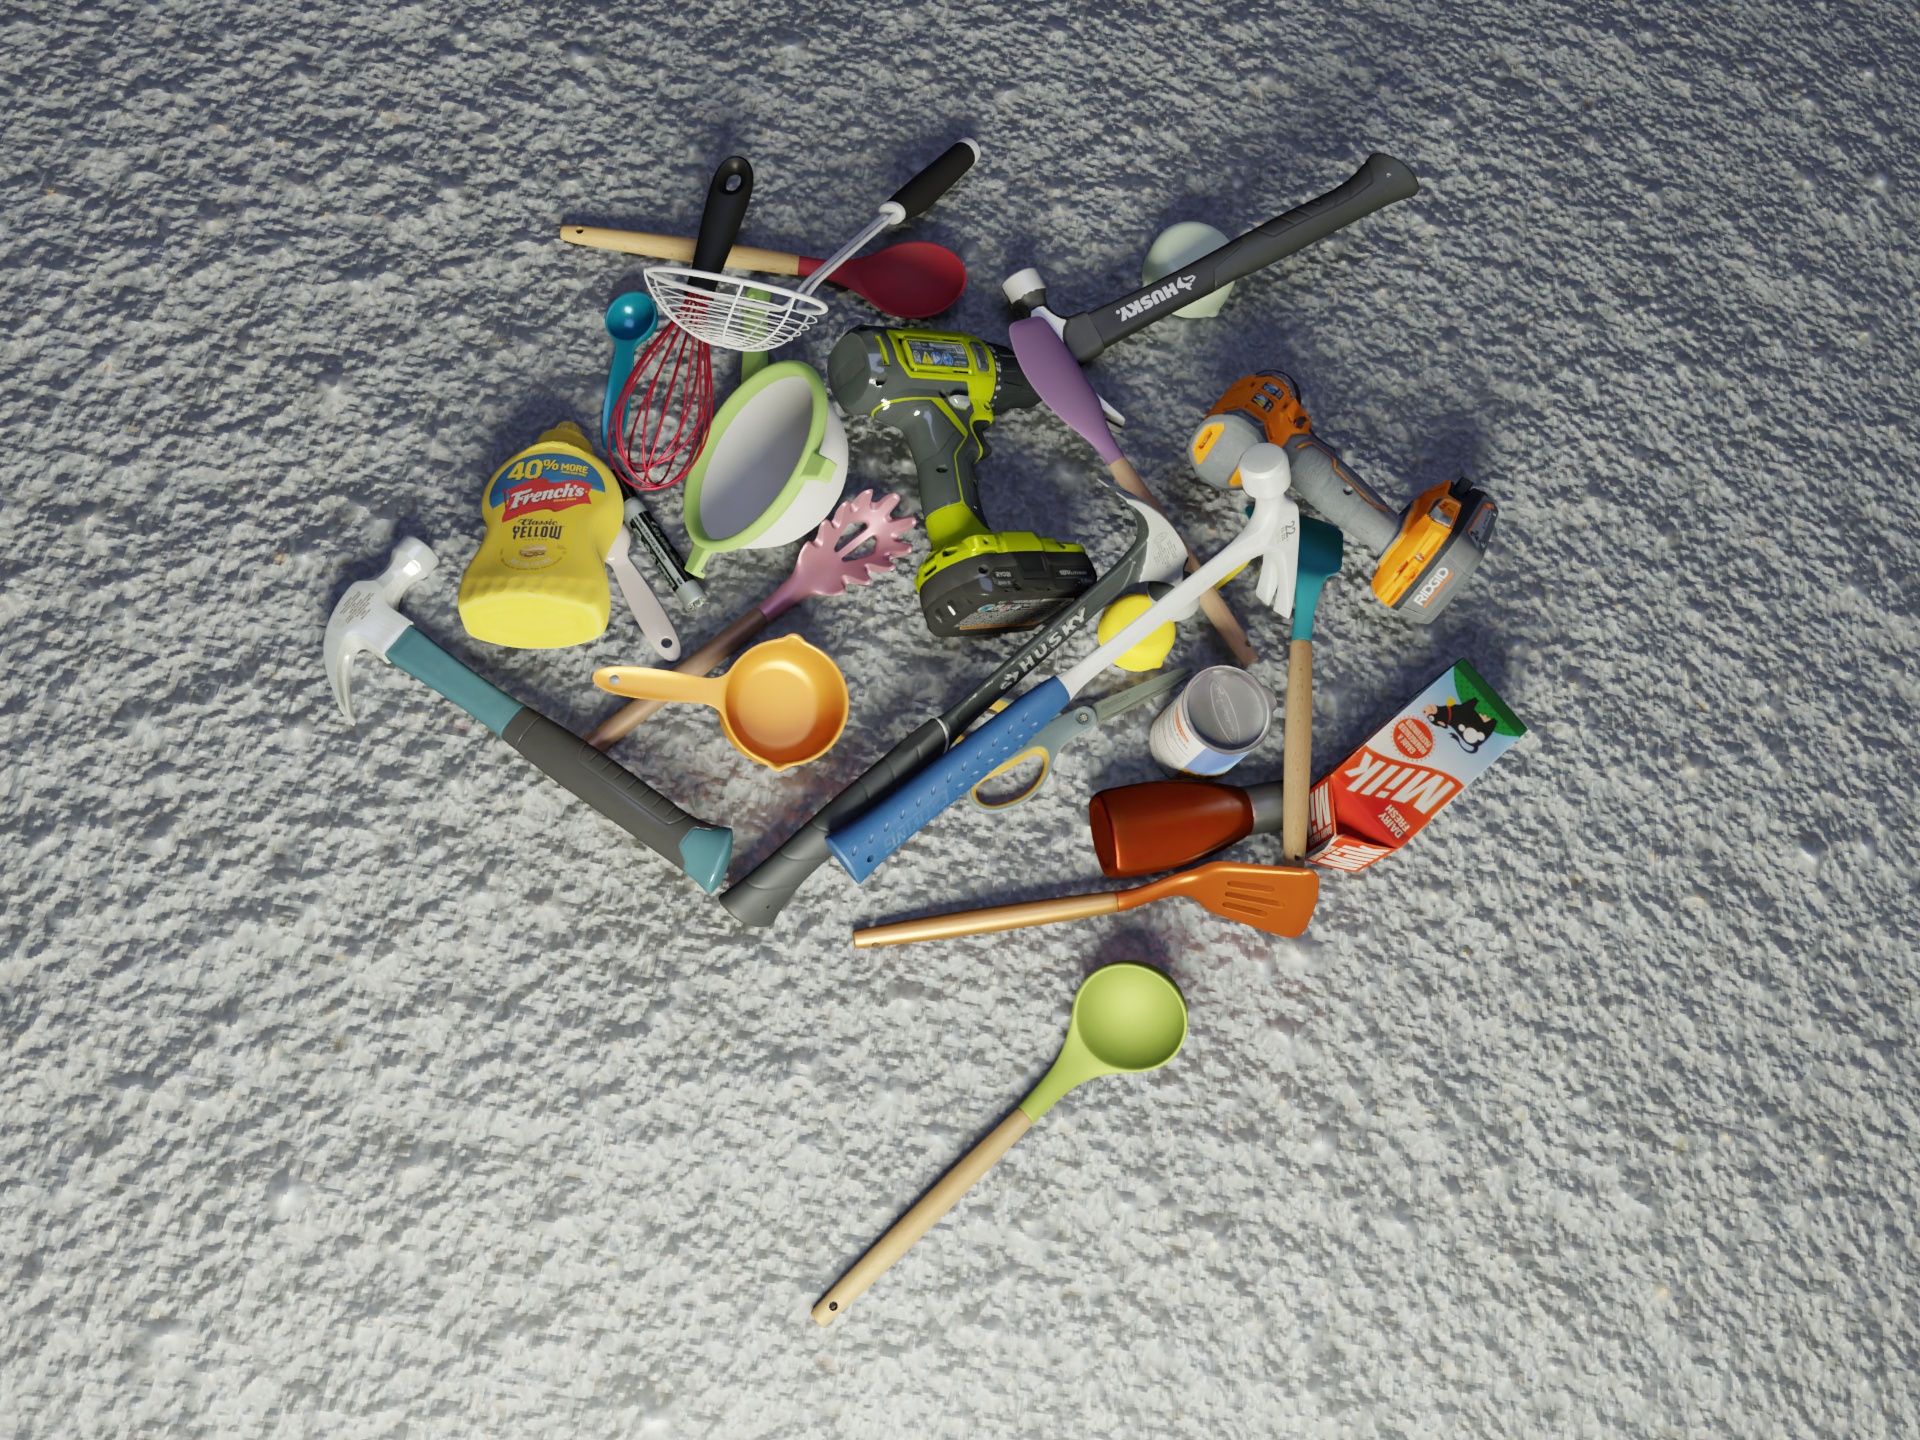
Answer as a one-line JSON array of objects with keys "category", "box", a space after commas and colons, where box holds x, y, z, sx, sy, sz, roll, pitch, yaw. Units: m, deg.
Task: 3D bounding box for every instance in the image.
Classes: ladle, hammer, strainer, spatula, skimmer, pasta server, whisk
[{"category": "ladle", "box": [0.026, 0.278, 1.044, 0.320, 0.062, 0.078, -41, 85, -17]}, {"category": "hammer", "box": [0.080, -0.024, 1.095, 0.405, 0.143, 0.035, -38, 50, -12]}, {"category": "hammer", "box": [-0.002, -0.003, 1.093, 0.409, 0.149, 0.036, -41, 52, -8]}, {"category": "ladle", "box": [-0.153, -0.359, 1.244, 0.315, 0.031, 0.069, 6, 73, -6]}, {"category": "hammer", "box": [-0.289, 0.008, 1.073, 0.331, 0.033, 0.128, 33, 70, 9]}, {"category": "hammer", "box": [0.212, -0.355, 1.260, 0.335, 0.035, 0.146, -27, 85, -3]}, {"category": "strainer", "box": [-0.133, -0.222, 1.179, 0.069, 0.151, 0.257, 29, 43, -38]}, {"category": "spatula", "box": [0.087, 0.136, 1.106, 0.322, 0.081, 0.041, -7, 49, -8]}, {"category": "skimmer", "box": [-0.089, -0.379, 1.187, 0.127, 0.090, 0.363, 15, 48, 30]}, {"category": "spatula", "box": [0.131, -0.174, 1.203, 0.060, 0.018, 0.316, -29, 83, -41]}, {"category": "pasta server", "box": [-0.161, -0.060, 1.134, 0.316, 0.040, 0.060, -40, 101, -18]}, {"category": "whisk", "box": [-0.200, -0.300, 1.187, 0.073, 0.073, 0.296, 14, 70, -5]}, {"category": "spatula", "box": [0.249, -0.029, 1.179, 0.082, 0.044, 0.318, 12, 65, -9]}]

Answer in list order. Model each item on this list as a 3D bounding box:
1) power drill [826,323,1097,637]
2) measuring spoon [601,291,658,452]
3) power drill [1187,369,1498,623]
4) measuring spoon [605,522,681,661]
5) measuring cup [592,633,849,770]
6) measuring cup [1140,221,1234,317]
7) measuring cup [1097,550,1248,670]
[{"category": "power drill", "box": [0.016, -0.183, 1.171, 0.190, 0.080, 0.229, -6, 72, -40]}, {"category": "measuring spoon", "box": [-0.251, -0.260, 1.199, 0.042, 0.021, 0.129, 3, 79, 16]}, {"category": "power drill", "box": [0.295, -0.187, 1.225, 0.226, 0.084, 0.164, 35, 39, 4]}, {"category": "measuring spoon", "box": [-0.233, -0.097, 1.143, 0.034, 0.018, 0.124, -28, 78, -18]}, {"category": "measuring cup", "box": [-0.166, -0.016, 1.099, 0.173, 0.052, 0.095, 8, 84, -13]}, {"category": "measuring cup", "box": [0.154, -0.351, 1.288, 0.167, 0.038, 0.083, -31, 79, -20]}, {"category": "measuring cup", "box": [0.171, -0.096, 1.210, 0.156, 0.029, 0.062, -37, 81, -18]}]
